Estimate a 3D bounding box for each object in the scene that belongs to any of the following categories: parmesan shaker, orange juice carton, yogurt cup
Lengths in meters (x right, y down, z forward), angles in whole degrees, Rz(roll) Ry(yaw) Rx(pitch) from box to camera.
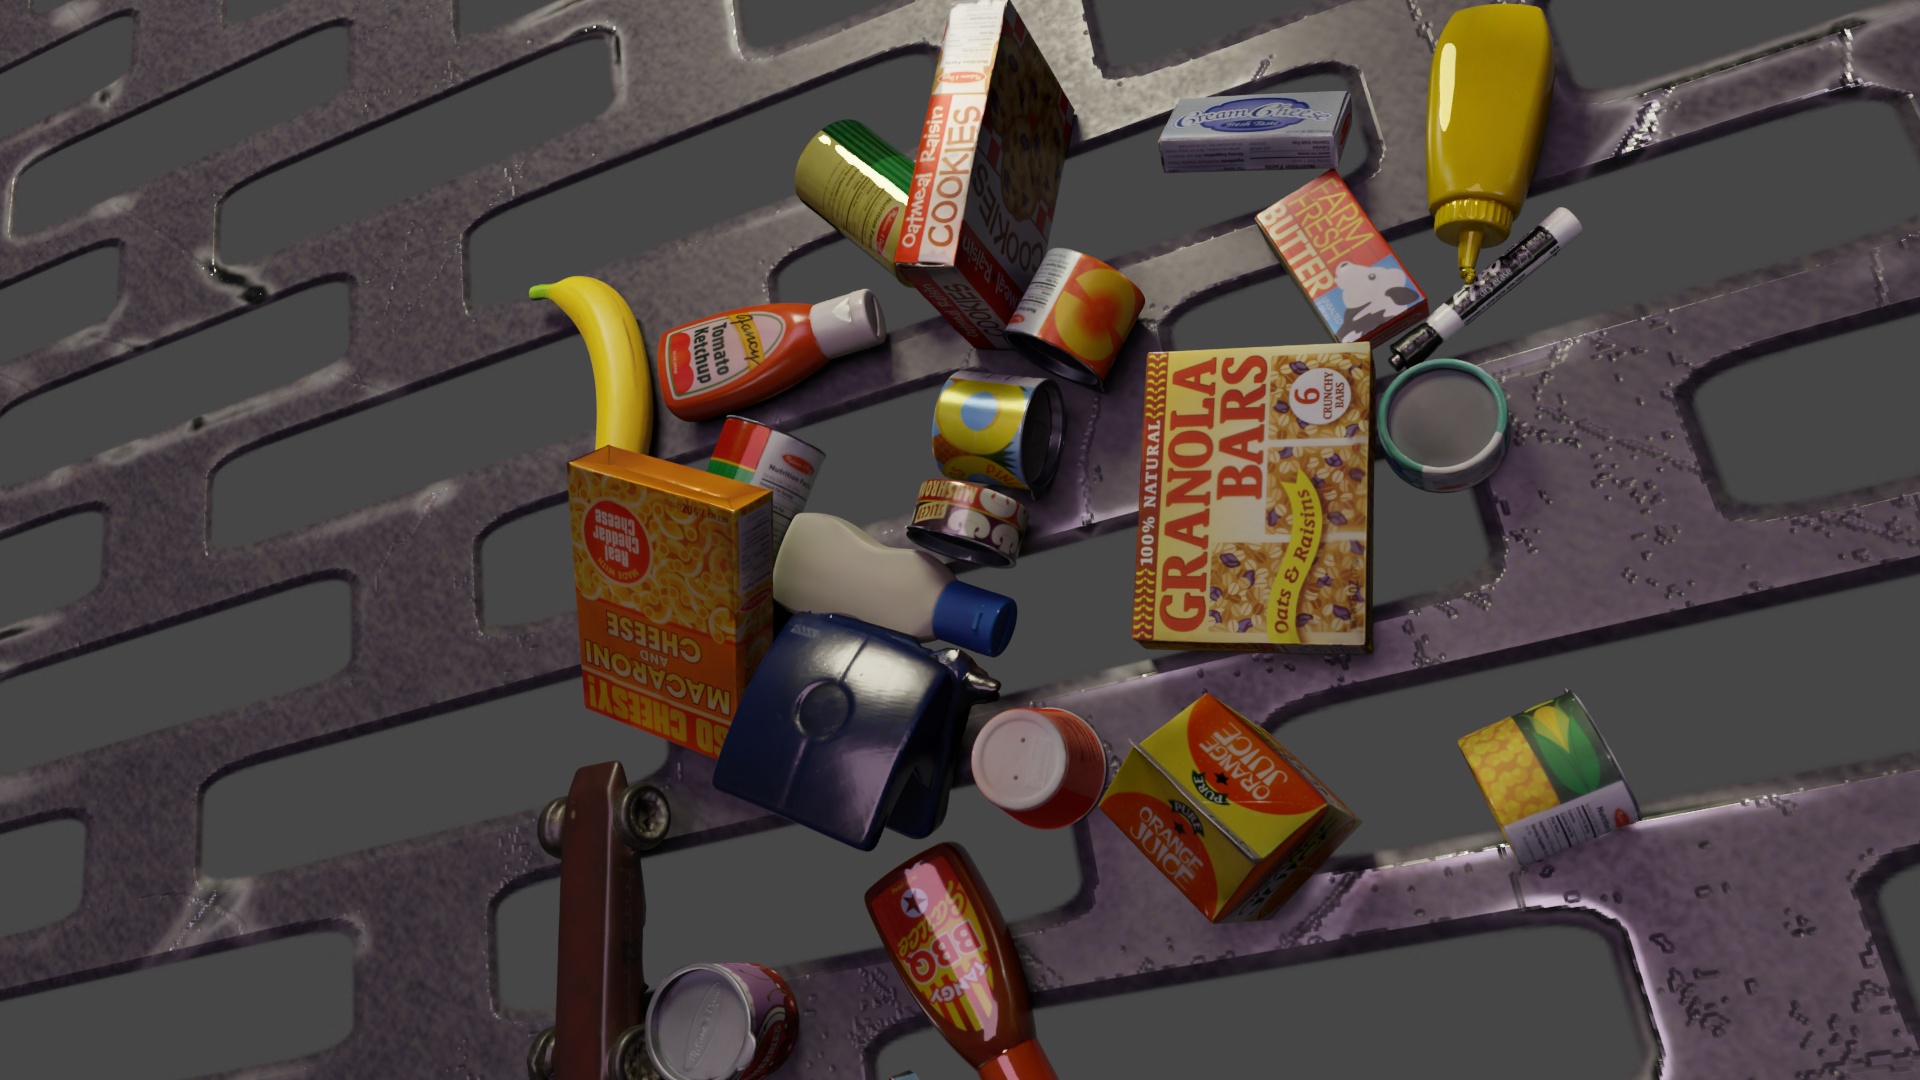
[{"bbox_3d":[-0.048,-0.218,0.884,0.071,0.071,0.103,-49,63,3],"label":"parmesan shaker"},{"bbox_3d":[0.126,0.126,0.643,0.073,0.192,0.072,-48,65,4],"label":"orange juice carton"},{"bbox_3d":[0.040,0.122,0.756,0.072,0.054,0.072,-6,73,20],"label":"yogurt cup"}]

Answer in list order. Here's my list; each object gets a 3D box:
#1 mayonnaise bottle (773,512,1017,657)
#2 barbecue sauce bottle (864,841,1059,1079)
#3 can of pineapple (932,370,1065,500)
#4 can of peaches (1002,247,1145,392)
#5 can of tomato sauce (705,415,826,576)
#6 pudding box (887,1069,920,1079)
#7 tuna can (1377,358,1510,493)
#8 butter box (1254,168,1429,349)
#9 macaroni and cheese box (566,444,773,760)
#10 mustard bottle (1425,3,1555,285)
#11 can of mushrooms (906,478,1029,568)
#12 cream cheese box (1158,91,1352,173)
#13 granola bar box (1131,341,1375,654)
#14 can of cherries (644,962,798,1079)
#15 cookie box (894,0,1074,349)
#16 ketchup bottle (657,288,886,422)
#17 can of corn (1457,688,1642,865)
[{"bbox_3d":[-0.039,0.031,0.823,0.148,0.041,0.064,17,89,24],"label":"mayonnaise bottle"},{"bbox_3d":[0.007,0.239,0.740,0.065,0.043,0.149,-34,65,9],"label":"barbecue sauce bottle"},{"bbox_3d":[0.022,-0.063,0.811,0.058,0.071,0.071,9,78,24],"label":"can of pineapple"},{"bbox_3d":[0.069,-0.129,0.814,0.071,0.071,0.058,26,85,26],"label":"can of peaches"},{"bbox_3d":[-0.130,-0.027,0.862,0.071,0.071,0.083,17,82,25],"label":"can of tomato sauce"},{"bbox_3d":[-0.022,0.330,0.732,0.049,0.030,0.084,-46,64,5],"label":"pudding box"},{"bbox_3d":[0.255,-0.063,0.737,0.071,0.033,0.071,-6,73,20],"label":"tuna can"},{"bbox_3d":[0.215,-0.156,0.785,0.053,0.024,0.104,-31,66,11],"label":"butter box"},{"bbox_3d":[-0.170,0.038,0.824,0.124,0.040,0.165,16,117,26],"label":"macaroni and cheese box"},{"bbox_3d":[0.285,-0.212,0.760,0.065,0.048,0.160,7,78,24],"label":"mustard bottle"},{"bbox_3d":[0.003,-0.010,0.801,0.071,0.071,0.033,12,78,24],"label":"can of mushrooms"},{"bbox_3d":[0.172,-0.239,0.814,0.104,0.024,0.054,5,43,23],"label":"cream cheese box"},{"bbox_3d":[0.161,-0.022,0.758,0.124,0.039,0.166,0,75,21],"label":"granola bar box"},{"bbox_3d":[-0.131,0.272,0.777,0.071,0.058,0.071,-6,72,20],"label":"can of cherries"},{"bbox_3d":[0.017,-0.213,0.826,0.040,0.123,0.167,6,77,24],"label":"cookie box"},{"bbox_3d":[-0.122,-0.125,0.900,0.148,0.043,0.065,-14,70,17],"label":"ketchup bottle"},{"bbox_3d":[0.277,0.111,0.659,0.058,0.071,0.071,-27,67,13],"label":"can of corn"}]
